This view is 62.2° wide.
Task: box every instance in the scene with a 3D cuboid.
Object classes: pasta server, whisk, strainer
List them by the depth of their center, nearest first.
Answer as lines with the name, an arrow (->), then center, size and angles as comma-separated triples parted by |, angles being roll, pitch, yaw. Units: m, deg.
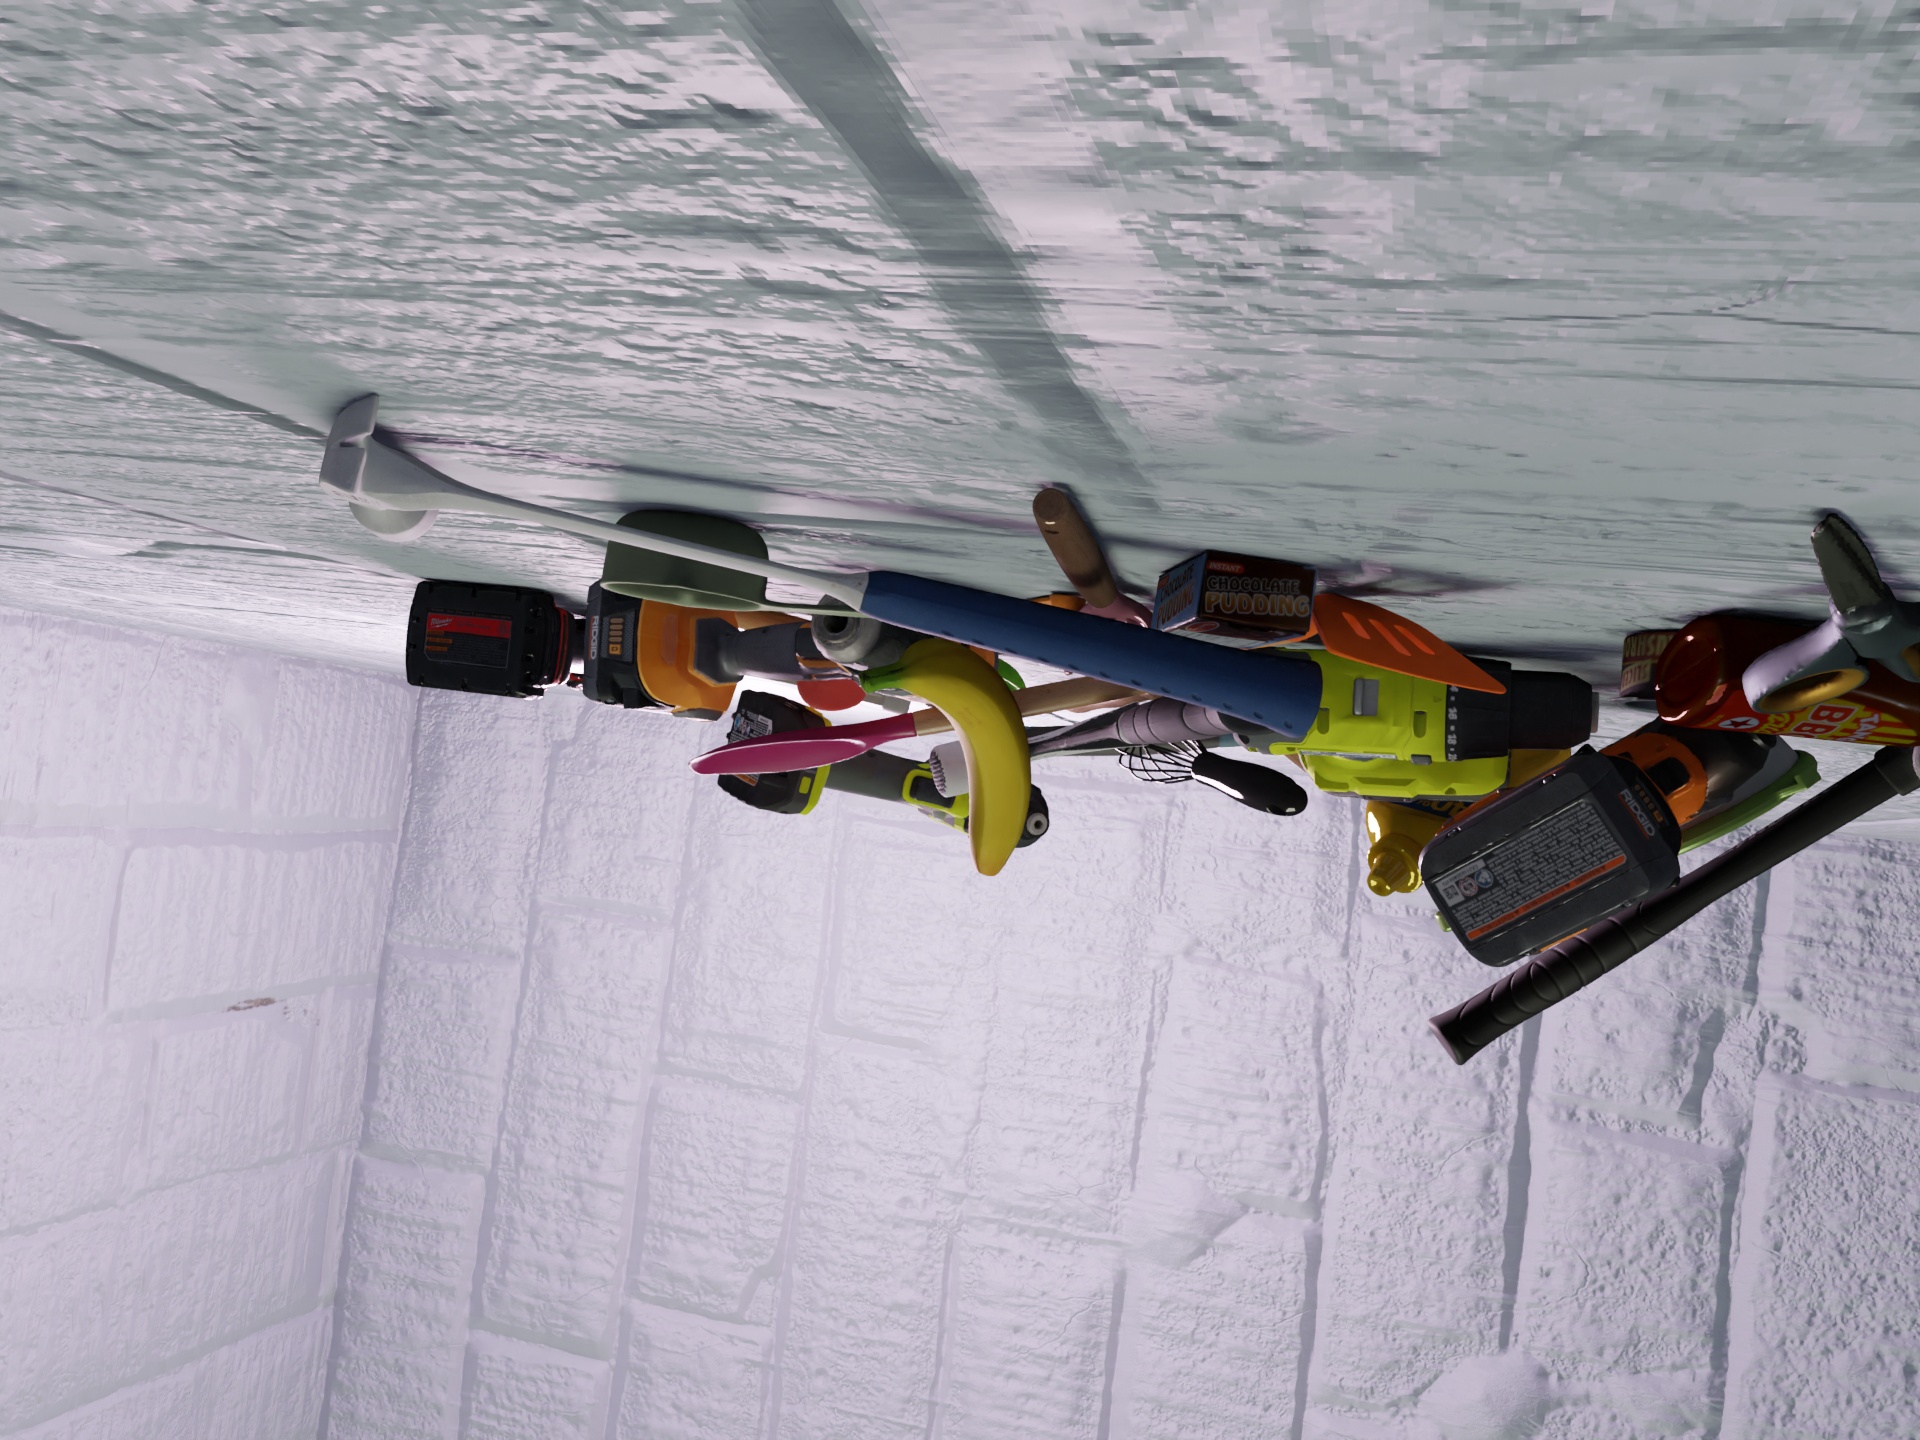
pasta server -> 0.059, -0.054, 0.709 | 0.060, 0.040, 0.316 | 6, 176, 11
strainer -> 0.422, 0.060, 1.049 | 0.256, 0.069, 0.151 | -29, 176, 20
whisk -> 0.165, 0.029, 1.069 | 0.055, 0.055, 0.239 | 8, -174, -21

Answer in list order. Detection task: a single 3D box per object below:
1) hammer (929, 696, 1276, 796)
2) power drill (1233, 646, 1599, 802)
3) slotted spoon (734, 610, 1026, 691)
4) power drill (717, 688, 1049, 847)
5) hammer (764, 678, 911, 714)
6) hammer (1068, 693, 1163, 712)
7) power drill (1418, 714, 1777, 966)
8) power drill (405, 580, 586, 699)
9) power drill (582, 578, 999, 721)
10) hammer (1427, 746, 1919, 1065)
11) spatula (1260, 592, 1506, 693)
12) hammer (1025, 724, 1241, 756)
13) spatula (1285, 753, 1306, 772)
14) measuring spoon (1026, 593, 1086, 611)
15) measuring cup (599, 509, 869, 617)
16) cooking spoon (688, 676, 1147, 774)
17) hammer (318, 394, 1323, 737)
hammer -> 0.099, 0.005, 0.913 | 0.149, 0.036, 0.409 | -13, 179, -15
power drill -> 0.274, 0.002, 0.950 | 0.190, 0.080, 0.228 | 2, 174, 19
slotted spoon -> -0.067, -0.054, 1.158 | 0.313, 0.031, 0.070 | 12, 177, -42
power drill -> -0.051, 0.044, 1.174 | 0.223, 0.080, 0.171 | 14, -179, -25
hammer -> -0.107, -0.033, 1.200 | 0.149, 0.037, 0.359 | 14, -179, -3
hammer -> 0.130, -0.024, 1.228 | 0.130, 0.031, 0.331 | 8, 178, -8
power drill -> 0.364, 0.048, 0.877 | 0.164, 0.084, 0.226 | -39, 166, 37
power drill -> -0.348, -0.059, 1.274 | 0.188, 0.080, 0.226 | 6, 180, 17
power drill -> -0.109, -0.044, 0.929 | 0.226, 0.084, 0.185 | 1, 176, 19
hammer -> 0.392, 0.094, 0.861 | 0.334, 0.035, 0.146 | -42, 167, 30
spatula -> 0.153, -0.037, 0.796 | 0.081, 0.041, 0.322 | 12, 177, -14
hammer -> 0.187, 0.013, 1.247 | 0.331, 0.033, 0.128 | -2, -178, -2
spatula -> 0.213, 0.007, 1.078 | 0.060, 0.018, 0.315 | 56, -167, 27
measuring spoon -> 0.043, -0.060, 0.886 | 0.021, 0.011, 0.117 | 8, 177, -16
measuring cup -> -0.082, -0.070, 0.742 | 0.167, 0.038, 0.083 | 5, 177, -7
cooking spoon -> -0.001, -0.003, 0.931 | 0.319, 0.017, 0.068 | -11, 165, 0
hammer -> -0.049, -0.054, 0.636 | 0.405, 0.035, 0.144 | 13, 176, -8
